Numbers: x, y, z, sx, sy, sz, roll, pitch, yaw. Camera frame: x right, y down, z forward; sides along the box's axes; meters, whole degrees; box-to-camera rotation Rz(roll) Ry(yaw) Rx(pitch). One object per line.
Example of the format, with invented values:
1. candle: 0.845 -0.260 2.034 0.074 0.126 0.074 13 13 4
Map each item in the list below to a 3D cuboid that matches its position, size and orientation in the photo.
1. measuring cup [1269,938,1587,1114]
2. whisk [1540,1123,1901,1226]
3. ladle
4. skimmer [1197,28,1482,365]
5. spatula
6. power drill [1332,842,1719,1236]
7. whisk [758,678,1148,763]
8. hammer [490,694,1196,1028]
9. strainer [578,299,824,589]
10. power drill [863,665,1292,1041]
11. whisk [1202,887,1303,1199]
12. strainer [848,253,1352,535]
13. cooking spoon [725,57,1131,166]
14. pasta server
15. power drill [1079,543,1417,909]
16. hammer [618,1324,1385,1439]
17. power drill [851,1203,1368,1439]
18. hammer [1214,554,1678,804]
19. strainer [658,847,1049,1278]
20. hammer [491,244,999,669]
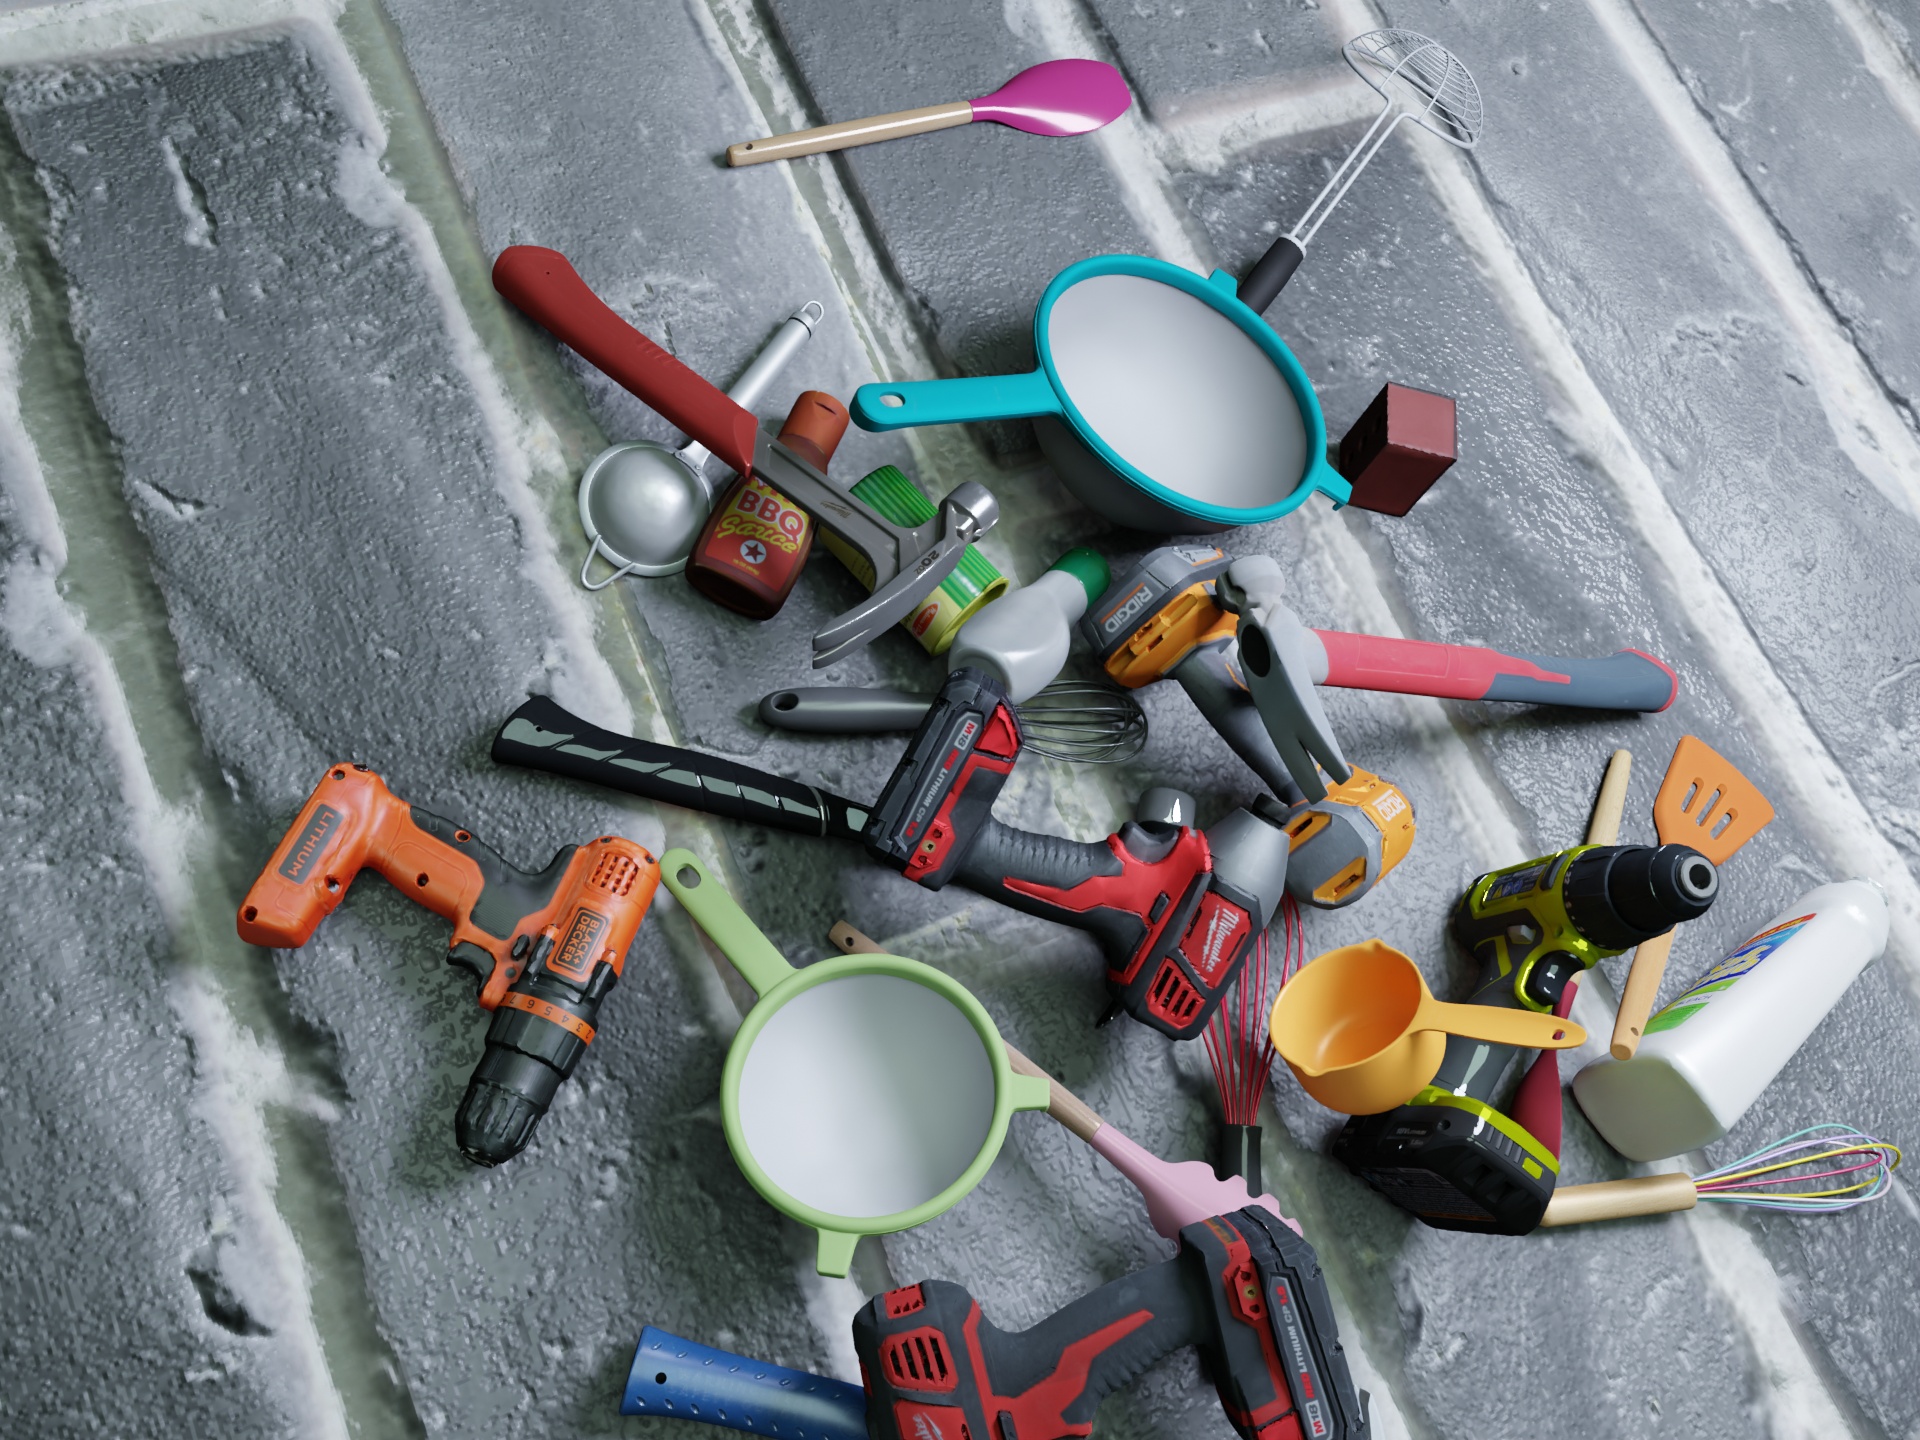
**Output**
1. measuring cup: 0.249 0.171 0.838 0.095 0.174 0.052 -54 126 -33
2. whisk: 0.457 0.277 0.958 0.245 0.047 0.051 -3 71 -11
3. ladle: 0.385 0.143 0.992 0.031 0.069 0.316 19 58 14
4. skimmer: 0.270 -0.380 1.183 0.127 0.090 0.363 37 75 0
5. spatula: 0.444 0.110 0.984 0.081 0.041 0.322 44 39 6
6. power drill: 0.318 0.166 0.890 0.080 0.190 0.228 37 70 -3
7. whisk: -0.002 -0.002 0.959 0.239 0.055 0.055 2 68 -8
8. hammer: -0.066 0.063 0.921 0.409 0.036 0.149 15 67 -7
9. strainer: -0.155 -0.183 0.996 0.086 0.050 0.258 39 61 -14
10. power drill: 0.069 0.065 0.869 0.219 0.078 0.143 30 95 -3
11. whisk: 0.160 0.211 0.905 0.073 0.073 0.296 8 72 -11
12. strainer: 0.070 -0.182 0.997 0.340 0.095 0.211 -11 66 -31
13. cooking spoon: -0.017 -0.432 1.139 0.319 0.017 0.069 -19 73 -20
14. pasta server: 0.053 0.209 0.874 0.316 0.040 0.060 36 83 15
15. power drill: 0.187 0.001 0.962 0.226 0.084 0.164 53 27 12
16. hammer: 0.031 0.373 0.813 0.405 0.035 0.144 16 74 -5
17. power drill: 0.073 0.346 0.767 0.226 0.080 0.188 -14 86 -7
18. hammer: 0.322 -0.015 0.968 0.386 0.038 0.143 3 57 -35
19. strainer: -0.083 0.172 0.866 0.151 0.069 0.257 -35 63 -22
20. hammer: -0.157 -0.176 0.943 0.359 0.036 0.149 37 61 19
